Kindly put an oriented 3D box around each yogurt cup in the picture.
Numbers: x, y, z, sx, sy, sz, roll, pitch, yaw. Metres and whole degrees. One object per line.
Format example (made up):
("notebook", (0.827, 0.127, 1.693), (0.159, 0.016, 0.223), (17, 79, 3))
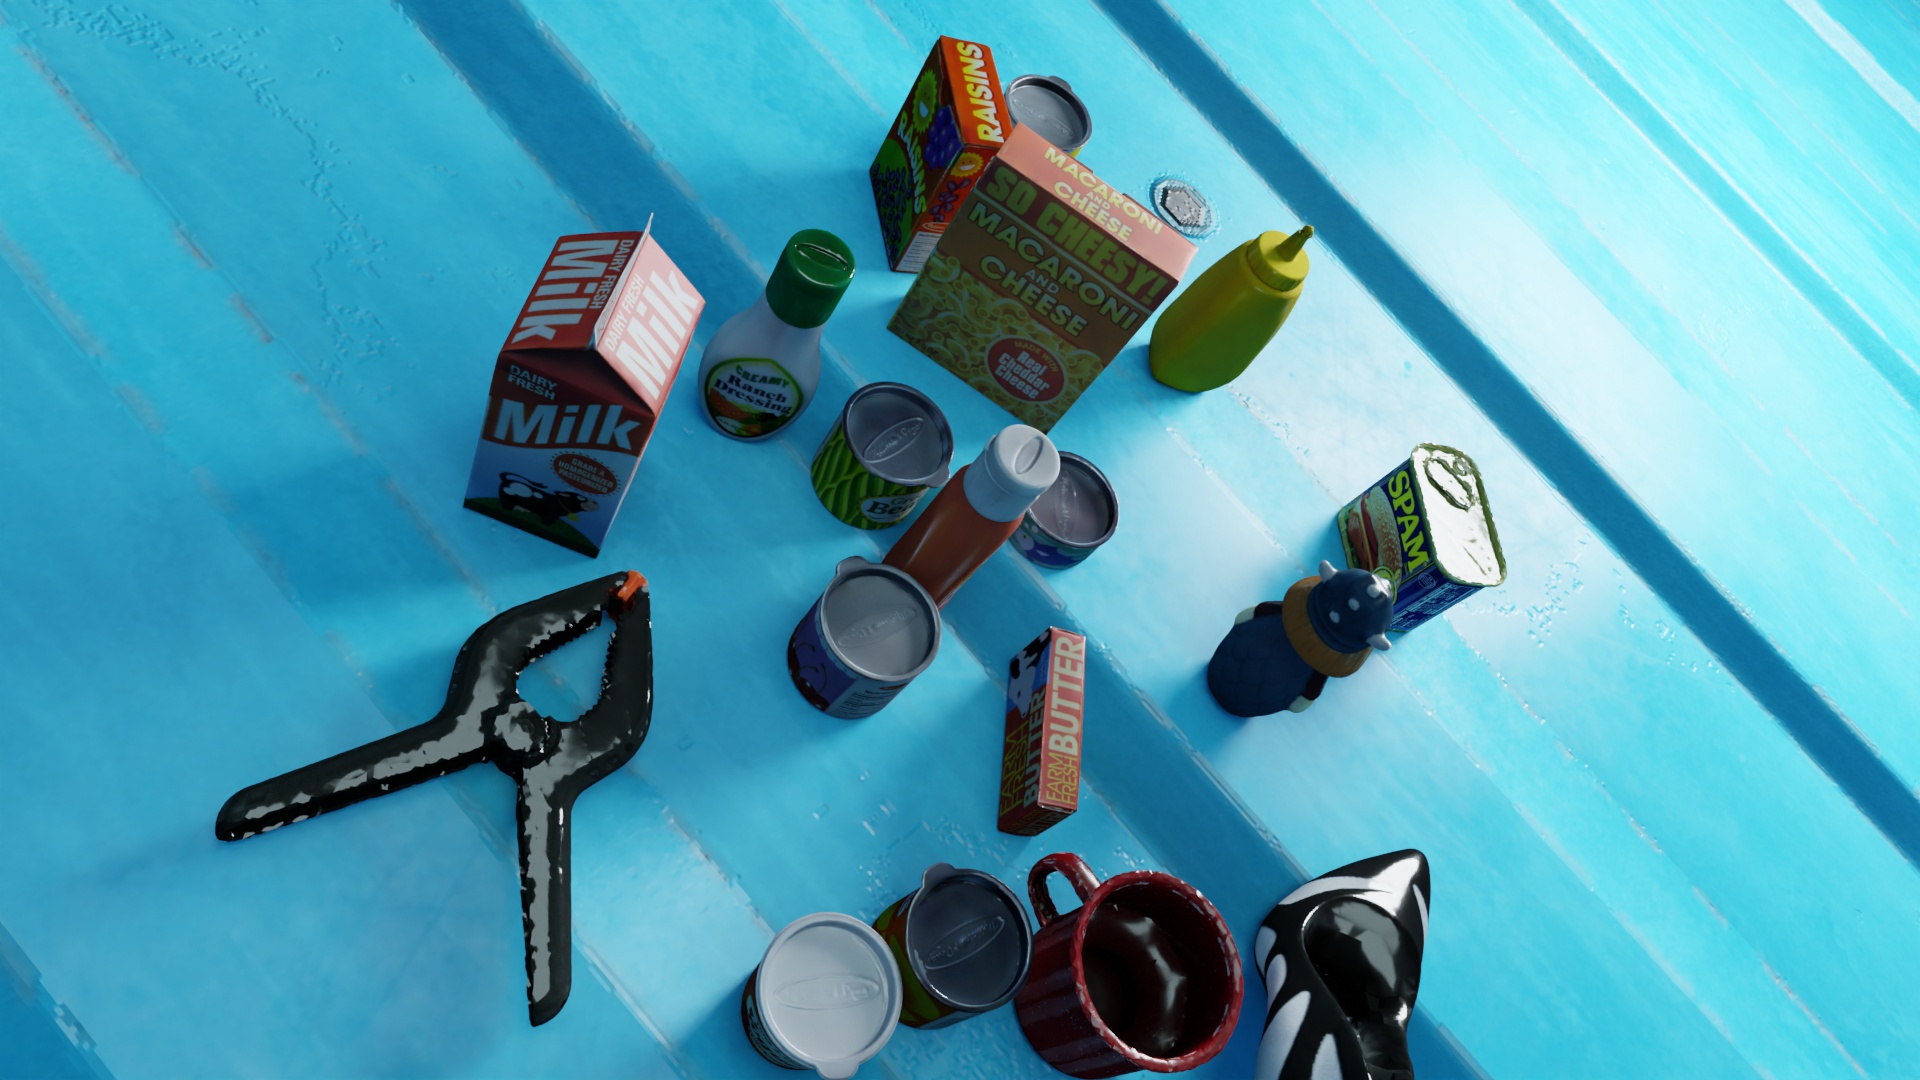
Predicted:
("yogurt cup", (-0.067, 0.209, 0.634), (0.072, 0.053, 0.073), (12, 59, -20))

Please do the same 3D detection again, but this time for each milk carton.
("milk carton", (-0.176, -0.072, 0.653), (0.073, 0.189, 0.073), (23, 56, -14))

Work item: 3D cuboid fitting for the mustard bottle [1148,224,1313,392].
("mustard bottle", (0.182, -0.155, 0.895), (0.065, 0.159, 0.049), (8, 60, -22))

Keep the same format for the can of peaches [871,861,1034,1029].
("can of peaches", (-0.007, 0.195, 0.669), (0.071, 0.057, 0.071), (12, 59, -20))

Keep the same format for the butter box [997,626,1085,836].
("butter box", (0.044, 0.104, 0.749), (0.024, 0.053, 0.104), (17, 57, -17))

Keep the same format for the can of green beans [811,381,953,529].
("can of green beans", (-0.045, -0.047, 0.786), (0.071, 0.057, 0.071), (12, 59, -20))

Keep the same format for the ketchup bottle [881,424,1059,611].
("ketchup bottle", (0.003, -0.009, 0.732), (0.043, 0.148, 0.065), (36, 54, -5))

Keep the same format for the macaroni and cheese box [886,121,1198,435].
("macaroni and cheese box", (0.043, -0.149, 0.819), (0.124, 0.165, 0.040), (34, 54, -6))

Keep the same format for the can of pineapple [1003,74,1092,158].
("can of pineapple", (0.050, -0.279, 0.963), (0.071, 0.057, 0.071), (12, 59, -20))

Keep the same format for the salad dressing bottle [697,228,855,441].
("salad dressing bottle", (-0.097, -0.107, 0.738), (0.064, 0.147, 0.044), (21, 56, -15))

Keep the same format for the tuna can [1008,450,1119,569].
("tuna can", (0.057, -0.018, 0.836), (0.071, 0.032, 0.071), (12, 59, -20))

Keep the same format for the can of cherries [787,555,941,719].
("can of cherries", (-0.052, 0.051, 0.727), (0.071, 0.058, 0.072), (12, 59, -20))

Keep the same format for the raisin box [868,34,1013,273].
("raisin box", (-0.014, -0.238, 0.868), (0.040, 0.122, 0.086), (1, 63, -26))
